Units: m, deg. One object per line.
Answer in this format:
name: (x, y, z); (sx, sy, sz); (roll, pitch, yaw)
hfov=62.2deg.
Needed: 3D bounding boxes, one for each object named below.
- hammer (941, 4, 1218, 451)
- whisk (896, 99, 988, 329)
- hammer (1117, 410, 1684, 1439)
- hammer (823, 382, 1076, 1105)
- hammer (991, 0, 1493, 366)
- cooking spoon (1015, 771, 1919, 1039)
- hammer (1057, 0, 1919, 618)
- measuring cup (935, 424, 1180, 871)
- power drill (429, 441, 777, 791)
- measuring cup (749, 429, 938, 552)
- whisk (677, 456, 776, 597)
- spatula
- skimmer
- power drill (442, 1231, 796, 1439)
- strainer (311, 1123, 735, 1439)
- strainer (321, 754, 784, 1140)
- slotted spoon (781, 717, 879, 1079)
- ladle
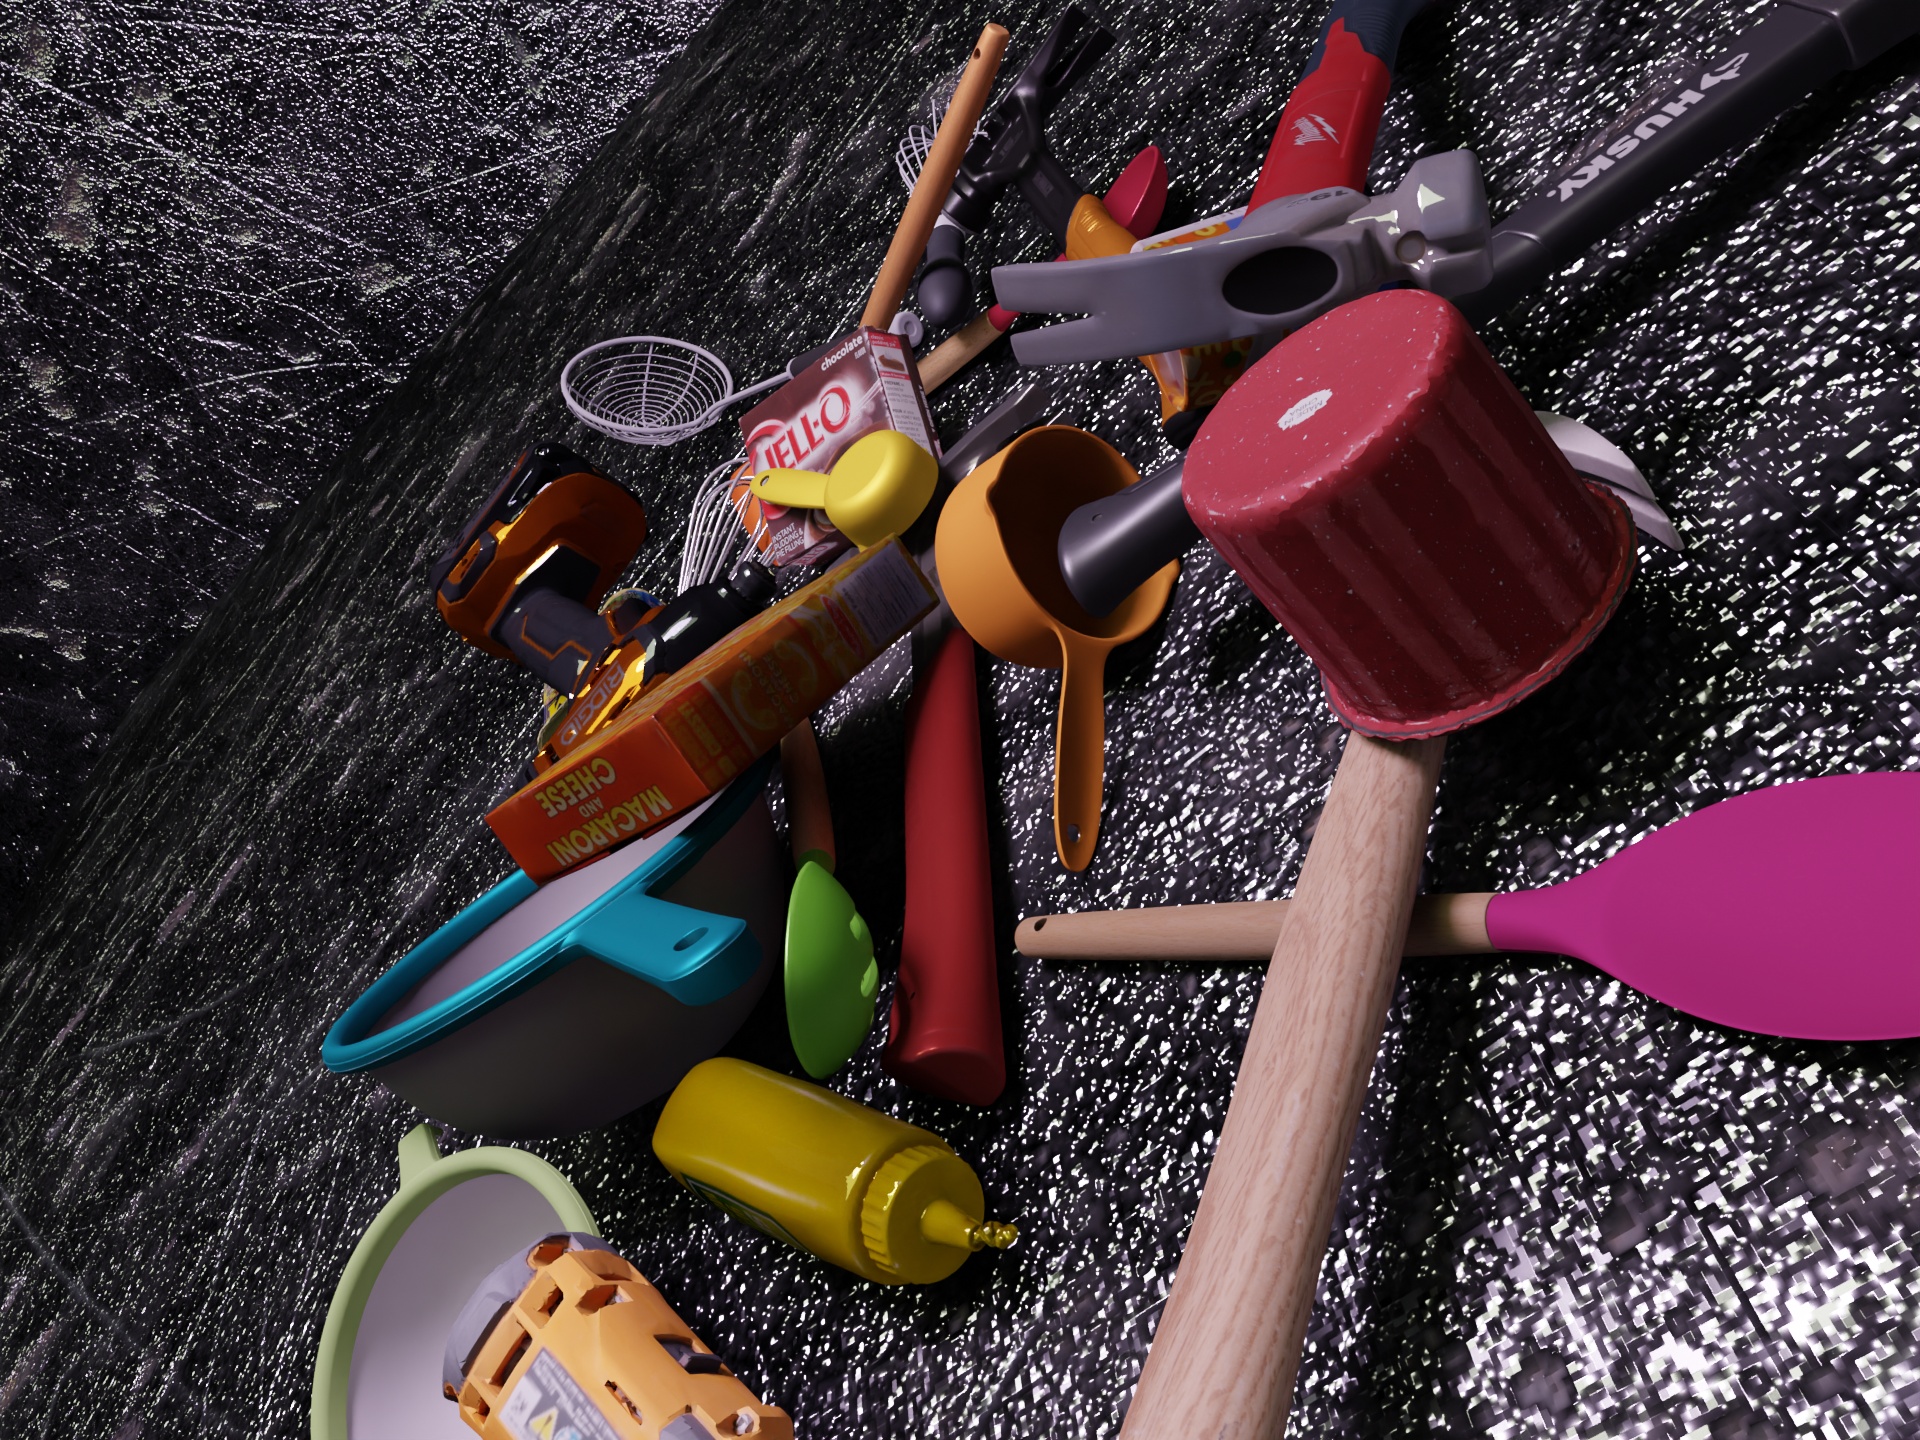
hammer: (0.071, -0.228, 0.748); (0.127, 0.034, 0.337); (-50, 36, 23)
whisk: (-0.009, -0.304, 0.954); (0.070, 0.070, 0.285); (-38, 29, 26)
hammer: (0.109, 0.035, 0.419); (0.130, 0.031, 0.331); (-17, 38, 45)
hammer: (-0.001, -0.002, 0.652); (0.149, 0.036, 0.359); (-38, 31, 25)
hammer: (0.127, -0.231, 0.598); (0.143, 0.038, 0.387); (-6, 33, 23)
cooking spoon: (0.123, 0.055, 0.426); (0.319, 0.017, 0.069); (-11, 43, 50)
hammer: (0.171, -0.140, 0.510); (0.335, 0.035, 0.146); (-36, 32, 13)
measuring cup: (0.031, -0.024, 0.602); (0.052, 0.095, 0.174); (-22, 59, 51)
power drill: (-0.186, -0.056, 0.838); (0.164, 0.084, 0.227); (-49, 46, 8)
measuring cup: (-0.071, -0.122, 0.800); (0.157, 0.029, 0.062); (16, 72, 50)
whisk: (-0.156, -0.040, 0.887); (0.057, 0.059, 0.246); (93, -161, -74)
spatula: (-0.050, -0.227, 0.871); (0.081, 0.041, 0.322); (58, 136, 32)
skimmer: (-0.155, -0.257, 1.101); (0.127, 0.090, 0.363); (-33, 18, -35)
power drill: (-0.115, 0.286, 0.433); (0.185, 0.084, 0.226); (29, 84, 36)
strainer: (-0.117, 0.236, 0.545); (0.256, 0.069, 0.151); (1, 71, 35)
strainer: (-0.119, 0.104, 0.603); (0.211, 0.095, 0.340); (-37, 13, -22)
slotted spoon: (-0.060, 0.047, 0.644); (0.031, 0.070, 0.314); (-11, 19, -5)
ladle: (0.001, -0.209, 0.887); (0.315, 0.031, 0.069); (-30, 35, 39)
